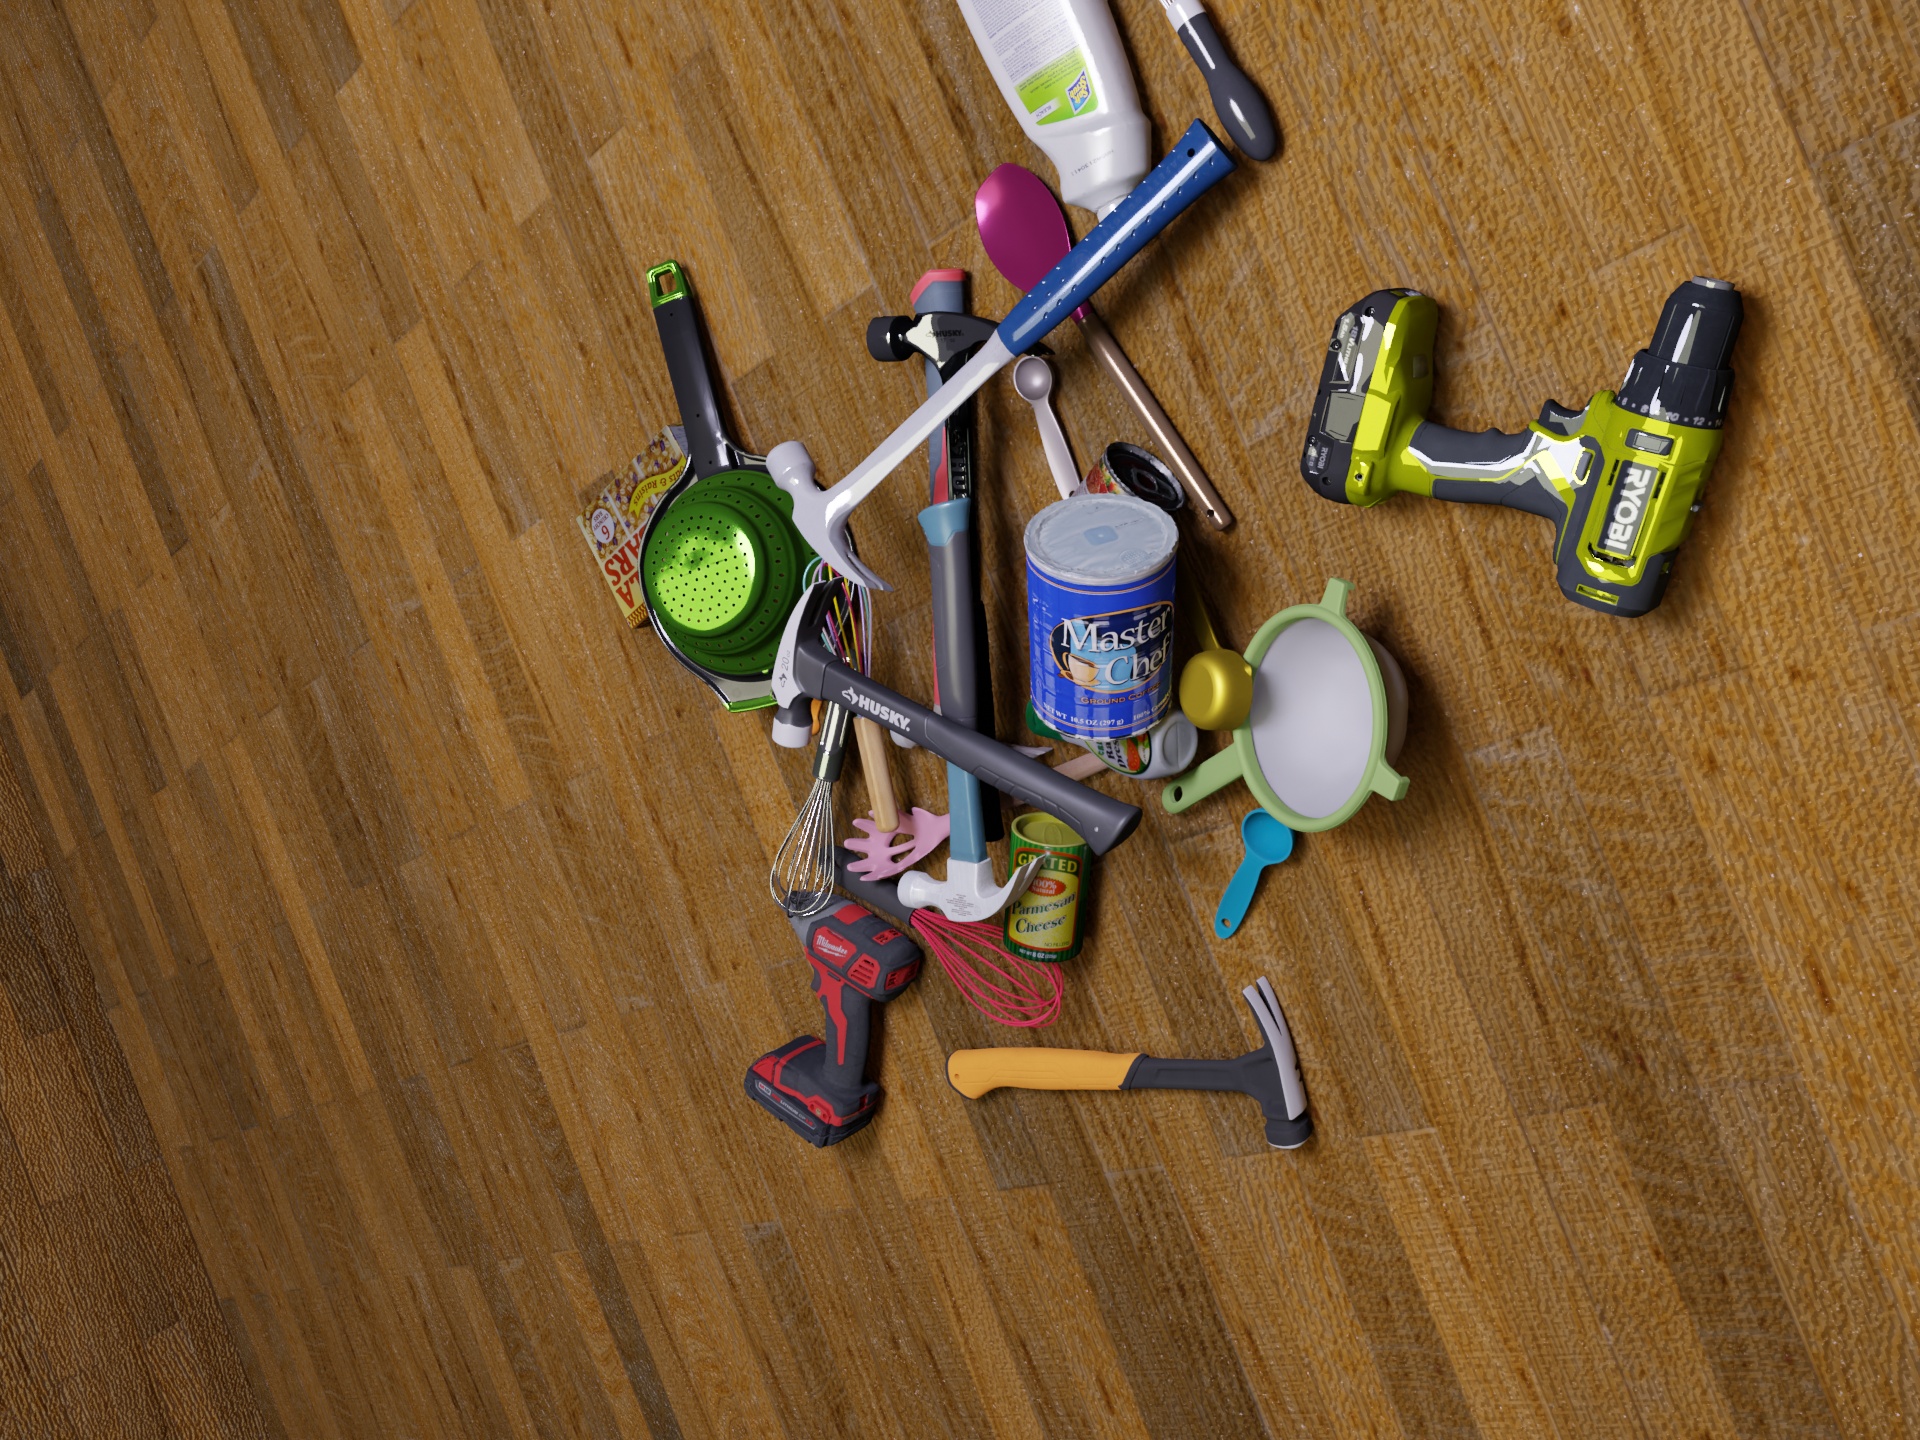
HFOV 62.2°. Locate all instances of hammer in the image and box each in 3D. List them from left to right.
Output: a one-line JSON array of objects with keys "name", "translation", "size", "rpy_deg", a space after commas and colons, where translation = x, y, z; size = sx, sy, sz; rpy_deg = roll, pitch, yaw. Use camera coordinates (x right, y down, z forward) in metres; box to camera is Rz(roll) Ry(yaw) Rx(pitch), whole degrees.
[{"name": "hammer", "translation": [-0.009, 0.009, 1.176], "size": [0.335, 0.035, 0.146], "rpy_deg": [26, 119, 31]}, {"name": "hammer", "translation": [-0.002, -0.004, 1.211], "size": [0.128, 0.033, 0.331], "rpy_deg": [7, 108, 37]}, {"name": "hammer", "translation": [0.005, -0.155, 1.249], "size": [0.143, 0.038, 0.386], "rpy_deg": [10, 109, 35]}, {"name": "hammer", "translation": [0.009, -0.104, 1.217], "size": [0.149, 0.036, 0.408], "rpy_deg": [6, 108, 33]}, {"name": "hammer", "translation": [0.028, -0.252, 1.109], "size": [0.405, 0.035, 0.144], "rpy_deg": [-39, 68, 26]}, {"name": "hammer", "translation": [0.119, 0.277, 1.288], "size": [0.337, 0.034, 0.127], "rpy_deg": [-10, 97, 40]}]

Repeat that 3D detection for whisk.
[{"name": "whisk", "translation": [-0.120, 0.057, 1.386], "size": [0.058, 0.059, 0.246], "rpy_deg": [15, 100, 9]}, {"name": "whisk", "translation": [-0.085, -0.024, 1.317], "size": [0.047, 0.051, 0.245], "rpy_deg": [-164, 61, -69]}, {"name": "whisk", "translation": [-0.023, 0.175, 1.361], "size": [0.296, 0.073, 0.073], "rpy_deg": [28, 119, 37]}, {"name": "whisk", "translation": [0.131, -0.490, 1.040], "size": [0.070, 0.070, 0.284], "rpy_deg": [-30, 89, 40]}]

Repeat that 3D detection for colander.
[{"name": "colander", "translation": [-0.219, -0.204, 1.343], "size": [0.204, 0.094, 0.397], "rpy_deg": [-16, 87, 18]}]

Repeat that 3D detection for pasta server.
[{"name": "pasta server", "translation": [0.024, 0.068, 1.300], "size": [0.316, 0.040, 0.060], "rpy_deg": [-25, 65, 39]}]

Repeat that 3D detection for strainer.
[{"name": "strainer", "translation": [0.231, 0.017, 1.108], "size": [0.256, 0.069, 0.152], "rpy_deg": [-41, 56, 57]}]

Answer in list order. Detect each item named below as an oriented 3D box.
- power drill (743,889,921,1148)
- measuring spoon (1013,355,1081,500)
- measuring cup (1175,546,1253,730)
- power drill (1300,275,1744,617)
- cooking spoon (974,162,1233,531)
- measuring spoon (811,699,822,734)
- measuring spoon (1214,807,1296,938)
[{"name": "power drill", "translation": [-0.122, 0.264, 1.454], "size": [0.143, 0.078, 0.219], "rpy_deg": [29, 117, 29]}, {"name": "measuring spoon", "translation": [0.073, -0.215, 1.196], "size": [0.034, 0.018, 0.124], "rpy_deg": [-11, 103, 40]}, {"name": "measuring cup", "translation": [0.161, -0.064, 1.126], "size": [0.062, 0.029, 0.157], "rpy_deg": [-51, 51, 51]}, {"name": "power drill", "translation": [0.335, -0.184, 0.952], "size": [0.229, 0.080, 0.190], "rpy_deg": [23, 117, 29]}, {"name": "cooking spoon", "translation": [0.104, -0.269, 1.148], "size": [0.068, 0.017, 0.319], "rpy_deg": [-39, 77, 35]}, {"name": "measuring spoon", "translation": [-0.128, -0.039, 1.406], "size": [0.021, 0.011, 0.116], "rpy_deg": [27, 119, 30]}, {"name": "measuring spoon", "translation": [0.217, 0.113, 1.177], "size": [0.042, 0.021, 0.128], "rpy_deg": [38, 133, 25]}]
